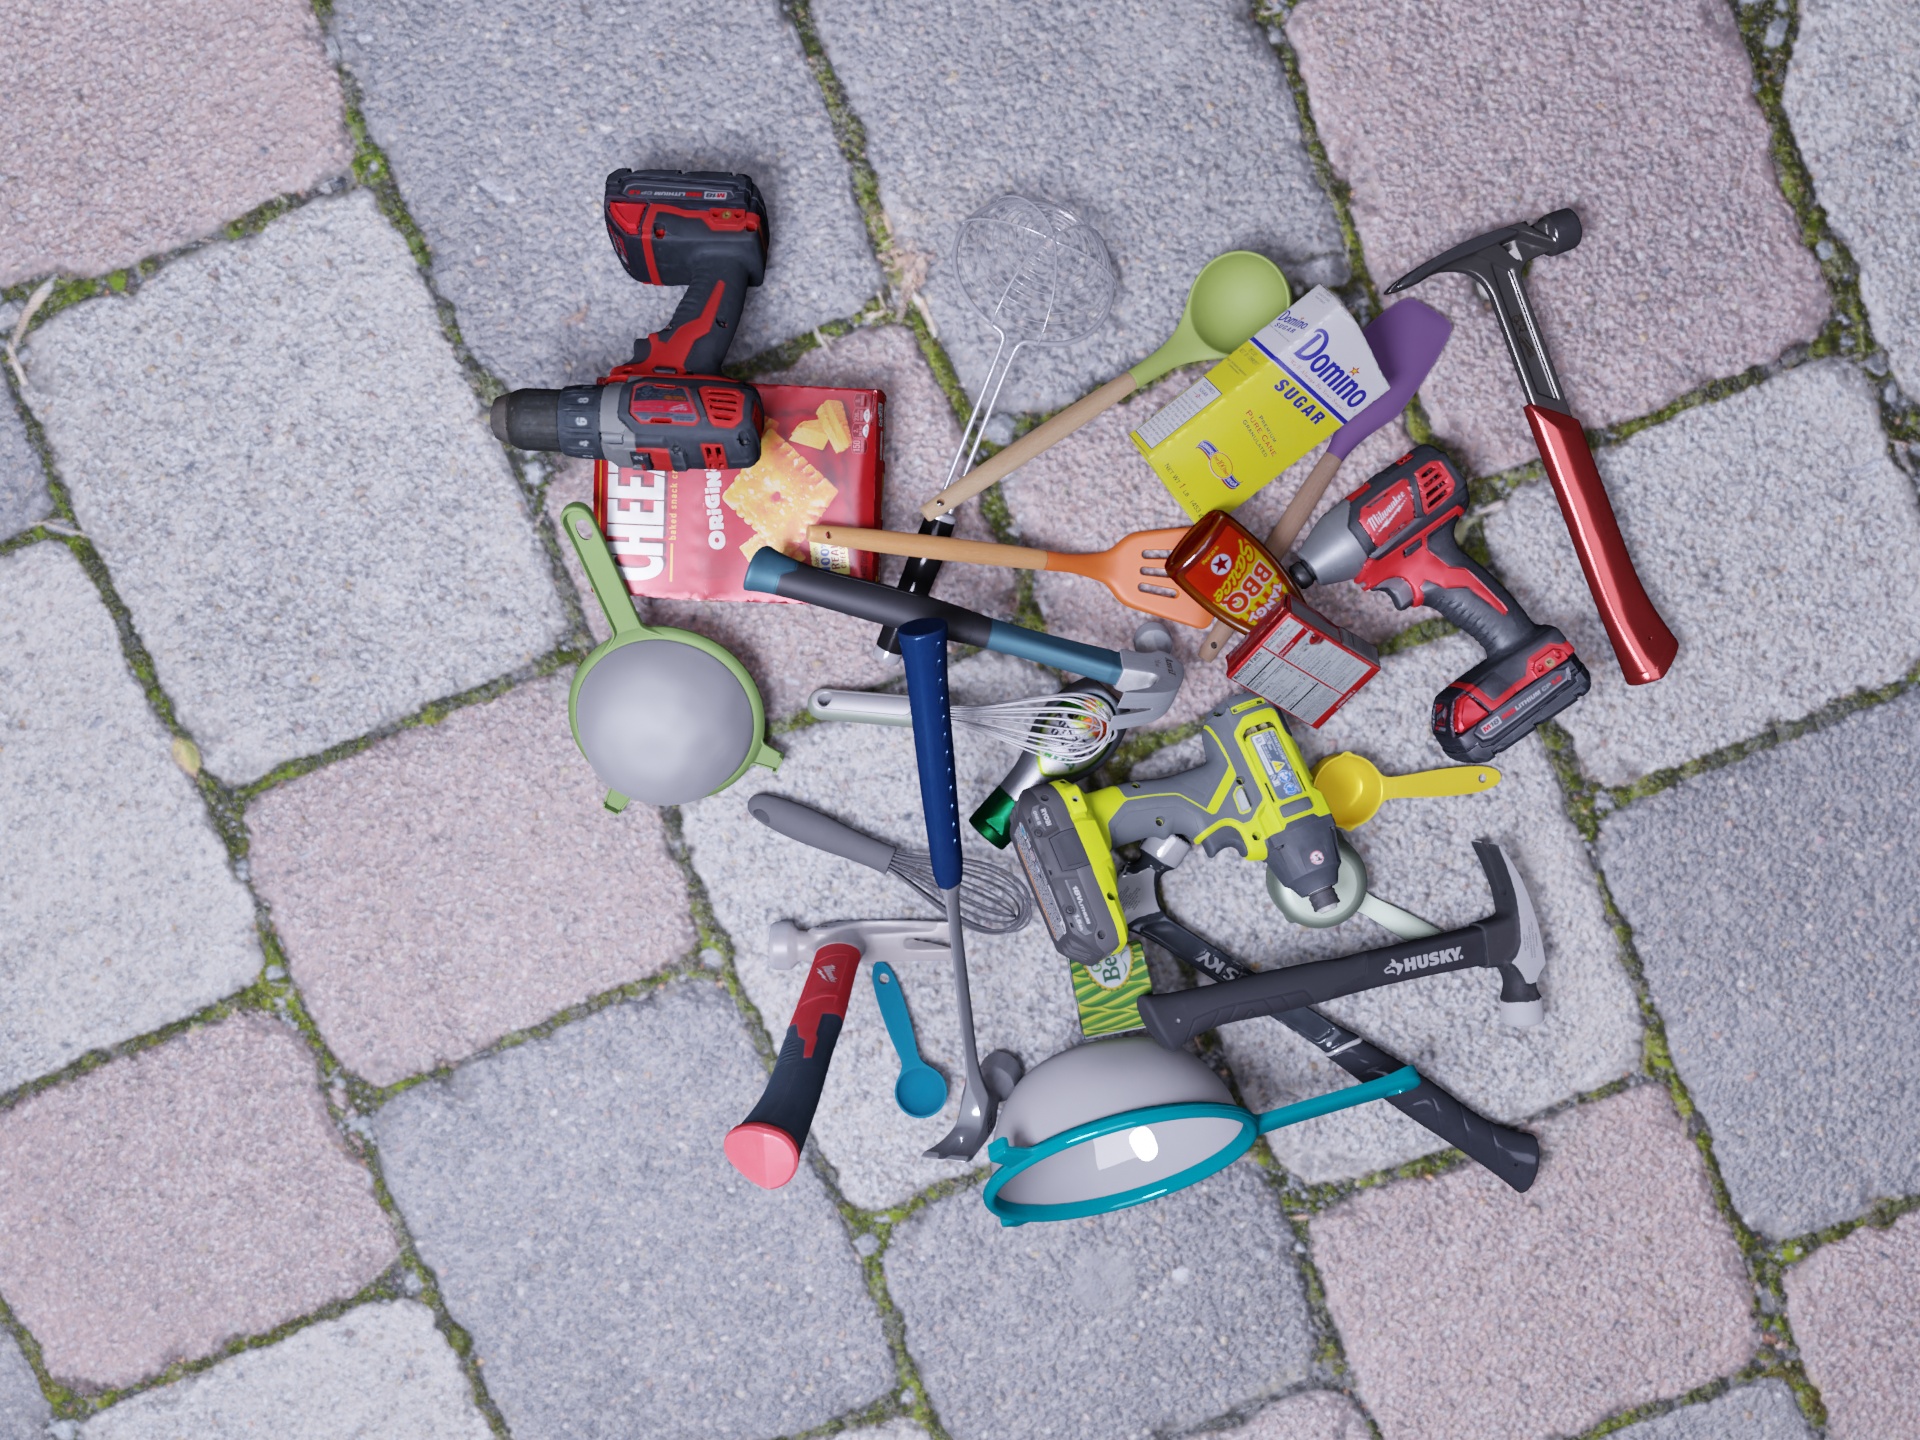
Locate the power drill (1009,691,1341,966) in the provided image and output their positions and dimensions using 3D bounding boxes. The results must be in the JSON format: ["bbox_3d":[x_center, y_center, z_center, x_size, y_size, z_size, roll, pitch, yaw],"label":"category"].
[{"bbox_3d":[0.164,0.090,1.177,0.223,0.080,0.171,-19,74,-11],"label":"power drill"}]

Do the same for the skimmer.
[{"bbox_3d":[0.008,-0.217,1.213,0.127,0.090,0.363,20,106,-9],"label":"skimmer"}]

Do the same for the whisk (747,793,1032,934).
[{"bbox_3d":[-0.055,0.107,1.236,0.239,0.055,0.055,22,95,3],"label":"whisk"}]

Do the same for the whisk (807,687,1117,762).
[{"bbox_3d":[-0.002,-0.004,1.200,0.246,0.059,0.058,5,64,18],"label":"whisk"}]

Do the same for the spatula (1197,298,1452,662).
[{"bbox_3d":[0.270,-0.181,1.218,0.060,0.018,0.316,32,94,2],"label":"spatula"}]

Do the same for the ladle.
[{"bbox_3d":[0.106,-0.241,1.169,0.320,0.062,0.078,-34,84,-7],"label":"ladle"}]

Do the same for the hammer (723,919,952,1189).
[{"bbox_3d":[-0.083,0.208,1.073,0.143,0.386,0.038,-1,101,2],"label":"hammer"}]

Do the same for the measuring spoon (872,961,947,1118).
[{"bbox_3d":[-0.044,0.252,1.267,0.042,0.021,0.128,-19,86,3],"label":"measuring spoon"}]

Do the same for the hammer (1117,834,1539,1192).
[{"bbox_3d":[0.281,0.250,1.249,0.409,0.036,0.149,34,96,-2],"label":"hammer"}]

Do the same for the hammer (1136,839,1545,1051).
[{"bbox_3d":[0.288,0.186,1.193,0.334,0.035,0.146,-9,94,-17],"label":"hammer"}]

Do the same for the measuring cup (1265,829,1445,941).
[{"bbox_3d":[0.318,0.146,1.236,0.167,0.038,0.083,28,95,0],"label":"measuring cup"}]

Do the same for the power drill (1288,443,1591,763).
[{"bbox_3d":[0.357,-0.082,1.199,0.143,0.078,0.219,-35,91,4],"label":"power drill"}]

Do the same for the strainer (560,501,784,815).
[{"bbox_3d":[-0.240,-0.035,1.170,0.151,0.069,0.256,-15,117,8],"label":"strainer"}]

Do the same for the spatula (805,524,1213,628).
[{"bbox_3d":[0.044,-0.123,1.188,0.322,0.041,0.081,4,96,-21],"label":"spatula"}]

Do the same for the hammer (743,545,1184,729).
[{"bbox_3d":[0.006,-0.068,1.152,0.331,0.128,0.033,15,122,-11],"label":"hammer"}]

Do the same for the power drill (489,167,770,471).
[{"bbox_3d":[-0.228,-0.280,1.137,0.188,0.080,0.227,2,67,1],"label":"power drill"}]

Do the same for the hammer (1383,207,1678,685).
[{"bbox_3d":[0.450,-0.193,1.200,0.149,0.037,0.359,-22,95,-3],"label":"hammer"}]

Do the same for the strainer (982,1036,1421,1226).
[{"bbox_3d":[0.172,0.281,1.204,0.340,0.210,0.095,-15,58,-4],"label":"strainer"}]

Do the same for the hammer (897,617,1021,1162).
[{"bbox_3d":[-0.007,0.128,1.140,0.035,0.144,0.405,1,111,19],"label":"hammer"}]

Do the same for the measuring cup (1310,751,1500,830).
[{"bbox_3d":[0.343,0.049,1.239,0.156,0.029,0.062,-4,95,-11],"label":"measuring cup"}]
